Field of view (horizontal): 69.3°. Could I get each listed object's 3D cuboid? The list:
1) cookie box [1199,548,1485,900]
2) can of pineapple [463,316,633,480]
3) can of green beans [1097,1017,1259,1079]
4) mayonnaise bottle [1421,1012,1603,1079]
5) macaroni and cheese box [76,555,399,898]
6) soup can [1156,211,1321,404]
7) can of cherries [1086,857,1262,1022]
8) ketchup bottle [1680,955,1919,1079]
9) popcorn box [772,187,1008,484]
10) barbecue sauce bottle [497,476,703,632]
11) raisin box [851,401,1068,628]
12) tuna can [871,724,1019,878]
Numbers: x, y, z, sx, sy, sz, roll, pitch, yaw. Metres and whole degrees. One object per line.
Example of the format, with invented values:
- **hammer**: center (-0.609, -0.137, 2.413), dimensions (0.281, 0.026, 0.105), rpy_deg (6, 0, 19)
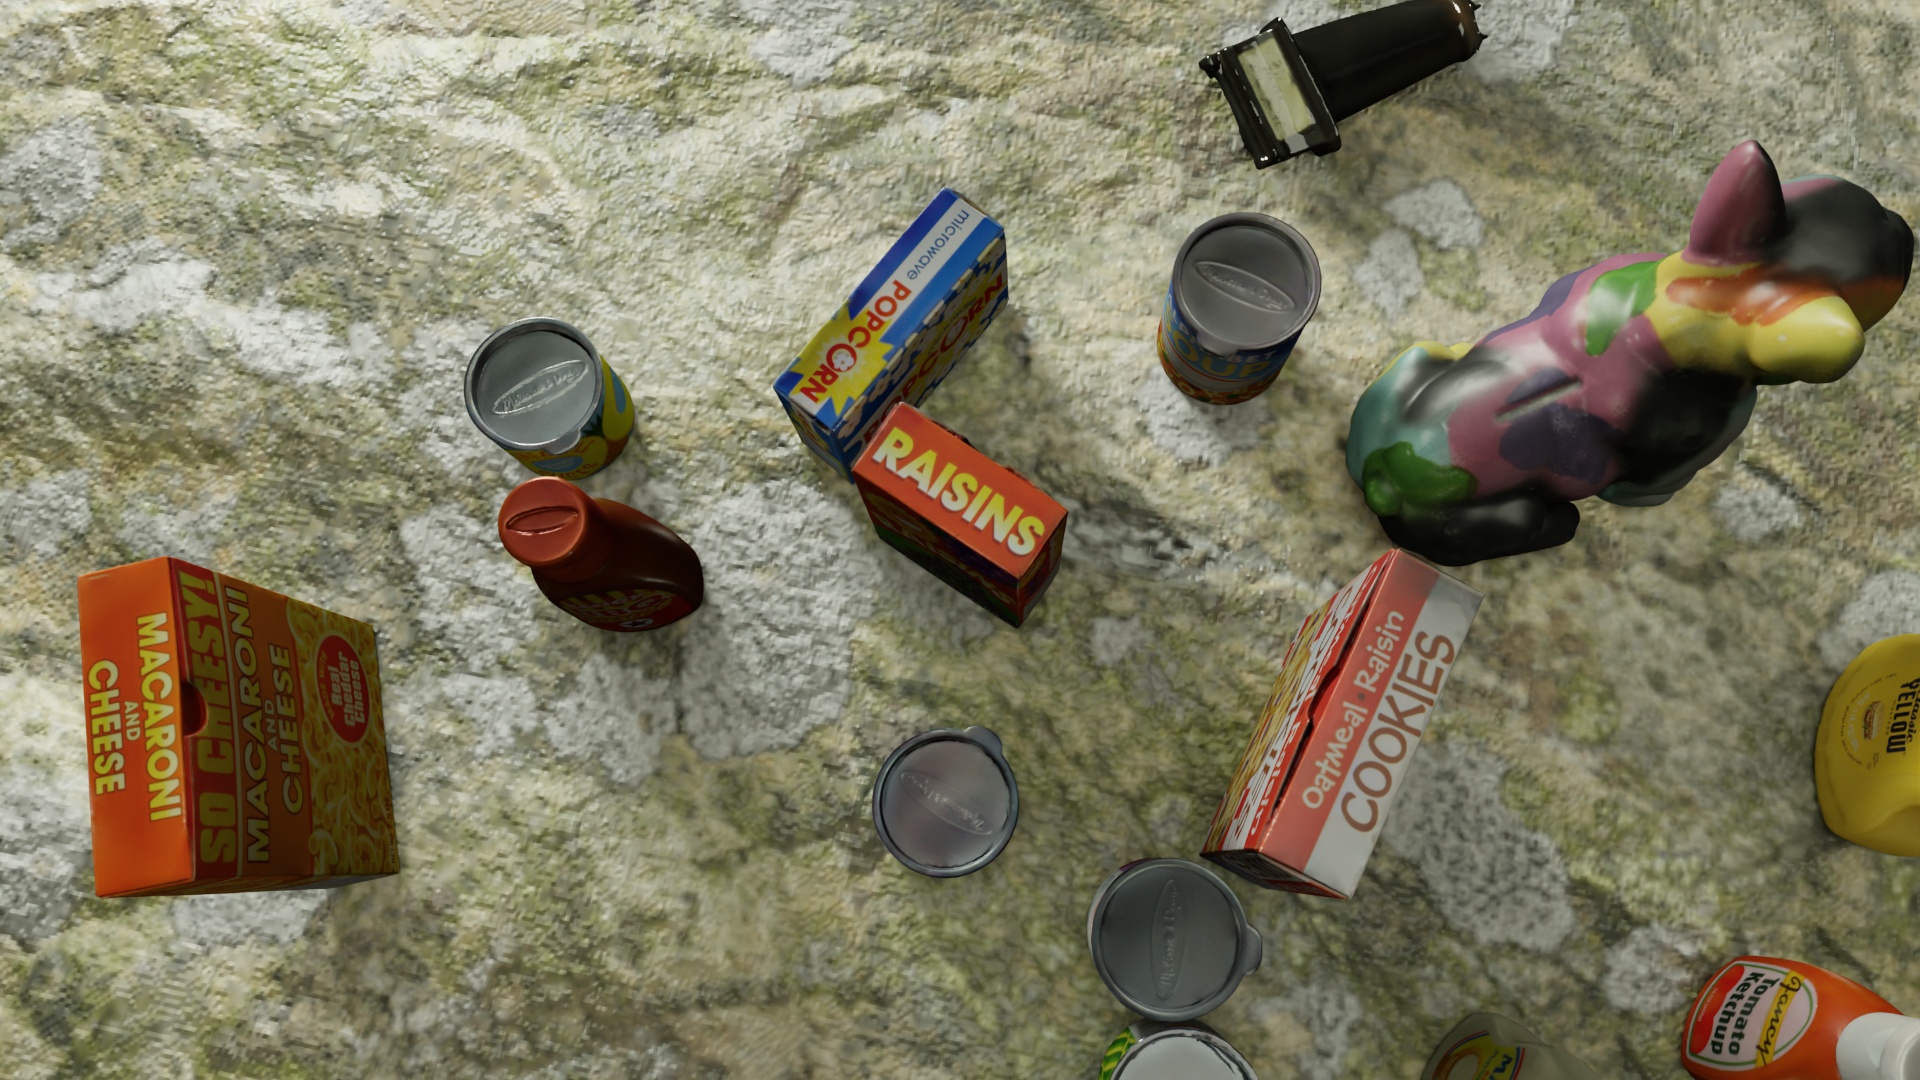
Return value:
- **cookie box**: center (0.148, 0.081, 0.569), dimensions (0.040, 0.167, 0.123), rpy_deg (26, 79, 8)
- **can of pineapple**: center (-0.198, -0.066, 0.674), dimensions (0.071, 0.057, 0.071), rpy_deg (-1, 77, 2)
- **can of green beans**: center (0.092, 0.238, 0.590), dimensions (0.071, 0.057, 0.071), rpy_deg (-1, 77, 2)
- **mayonnaise bottle**: center (0.222, 0.224, 0.542), dimensions (0.041, 0.148, 0.065), rpy_deg (34, 81, 9)
- **macaroni and cheese box**: center (-0.297, 0.084, 0.587), dimensions (0.040, 0.166, 0.124), rpy_deg (-12, 77, 0)
- **soup can**: center (0.128, -0.105, 0.657), dimensions (0.071, 0.083, 0.071), rpy_deg (-1, 77, 2)
- **can of cherries**: center (0.091, 0.173, 0.605), dimensions (0.071, 0.058, 0.071), rpy_deg (-1, 77, 2)
- **ketchup bottle**: center (0.340, 0.199, 0.543), dimensions (0.043, 0.148, 0.065), rpy_deg (33, 81, 9)
- **popcorn box**: center (-0.029, -0.095, 0.660), dimensions (0.038, 0.085, 0.127), rpy_deg (38, 81, 10)
- **barbecue sauce bottle**: center (-0.159, 0.008, 0.608), dimensions (0.065, 0.148, 0.044), rpy_deg (-10, 77, 0)
- **raisin box**: center (0.002, -0.008, 0.618), dimensions (0.086, 0.123, 0.040), rpy_deg (34, 81, 9)
- **tuna can**: center (-0.005, 0.118, 0.635), dimensions (0.071, 0.032, 0.071), rpy_deg (0, 77, 2)
